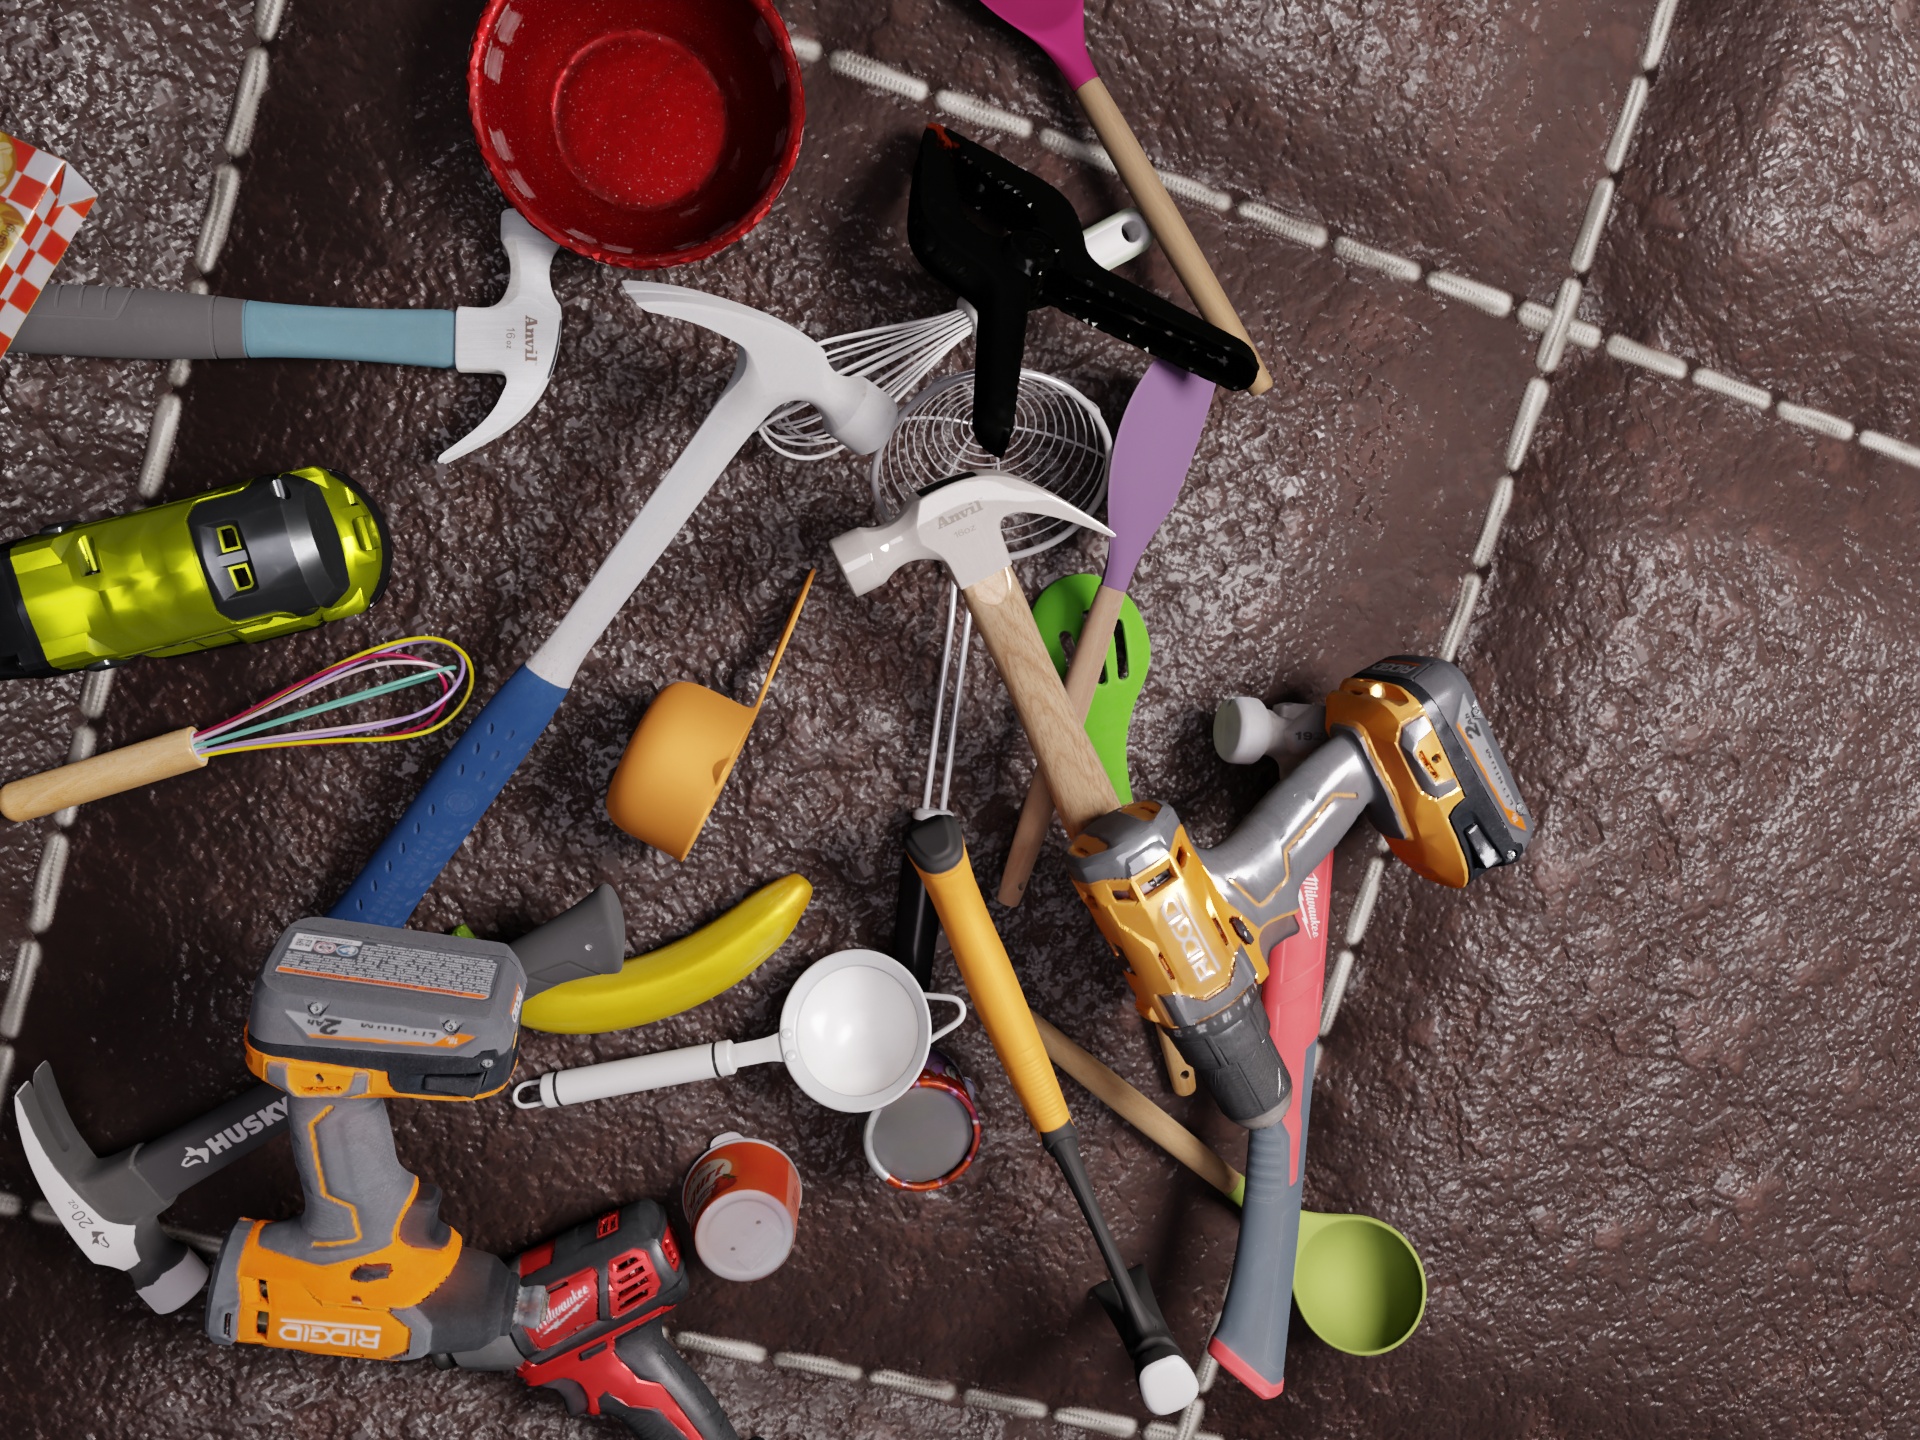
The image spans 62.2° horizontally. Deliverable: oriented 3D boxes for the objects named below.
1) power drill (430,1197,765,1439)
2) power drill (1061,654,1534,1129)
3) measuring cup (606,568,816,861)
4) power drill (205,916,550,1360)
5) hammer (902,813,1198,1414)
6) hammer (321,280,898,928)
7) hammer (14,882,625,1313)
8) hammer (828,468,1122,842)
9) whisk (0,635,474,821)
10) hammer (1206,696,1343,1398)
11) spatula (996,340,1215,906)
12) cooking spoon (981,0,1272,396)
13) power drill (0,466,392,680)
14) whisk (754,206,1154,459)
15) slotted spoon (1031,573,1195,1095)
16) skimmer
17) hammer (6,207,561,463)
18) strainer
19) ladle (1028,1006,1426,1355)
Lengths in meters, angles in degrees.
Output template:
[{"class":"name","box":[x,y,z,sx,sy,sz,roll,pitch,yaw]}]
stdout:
[{"class":"power drill","box":[-0.191,0.389,0.885,0.143,0.078,0.219,-24,99,-5]},{"class":"power drill","box":[0.186,0.090,0.835,0.226,0.084,0.185,-31,103,-12]},{"class":"measuring cup","box":[-0.132,-0.014,0.840,0.052,0.095,0.174,24,75,-5]},{"class":"power drill","box":[-0.276,0.219,0.786,0.164,0.084,0.226,10,111,-11]},{"class":"hammer","box":[0.045,0.205,0.870,0.034,0.127,0.336,-23,100,-4]},{"class":"hammer","box":[-0.206,-0.034,0.795,0.144,0.035,0.405,30,105,-35]},{"class":"hammer","box":[-0.321,0.175,0.824,0.335,0.035,0.146,-29,109,3]},{"class":"hammer","box":[0.059,0.020,0.838,0.130,0.031,0.331,-27,114,-2]},{"class":"whisk","box":[-0.369,0.010,0.815,0.245,0.051,0.047,-17,106,-3]},{"class":"hammer","box":[0.198,0.185,0.901,0.143,0.038,0.386,5,90,-18]},{"class":"spatula","box":[0.072,-0.047,0.853,0.059,0.018,0.316,9,103,-41]},{"class":"cooking spoon","box":[0.079,-0.311,0.835,0.069,0.017,0.319,-32,94,-13]},{"class":"power drill","box":[-0.351,-0.065,0.713,0.171,0.223,0.080,-15,100,-7]},{"class":"whisk","box":[-0.002,-0.209,0.840,0.246,0.059,0.057,-30,102,-9]},{"class":"slotted spoon","box":[0.099,0.071,0.909,0.070,0.031,0.313,-15,102,-8]},{"class":"skimmer","box":[-0.001,-0.003,0.848,0.127,0.090,0.363,6,98,-14]},{"class":"hammer","box":[-0.368,-0.196,0.789,0.331,0.033,0.128,1,97,-9]},{"class":"strainer","box":[-0.121,0.183,0.873,0.258,0.050,0.087,-11,75,3]},{"class":"ladle","box":[0.144,0.259,0.930,0.320,0.062,0.078,40,83,-10]}]
